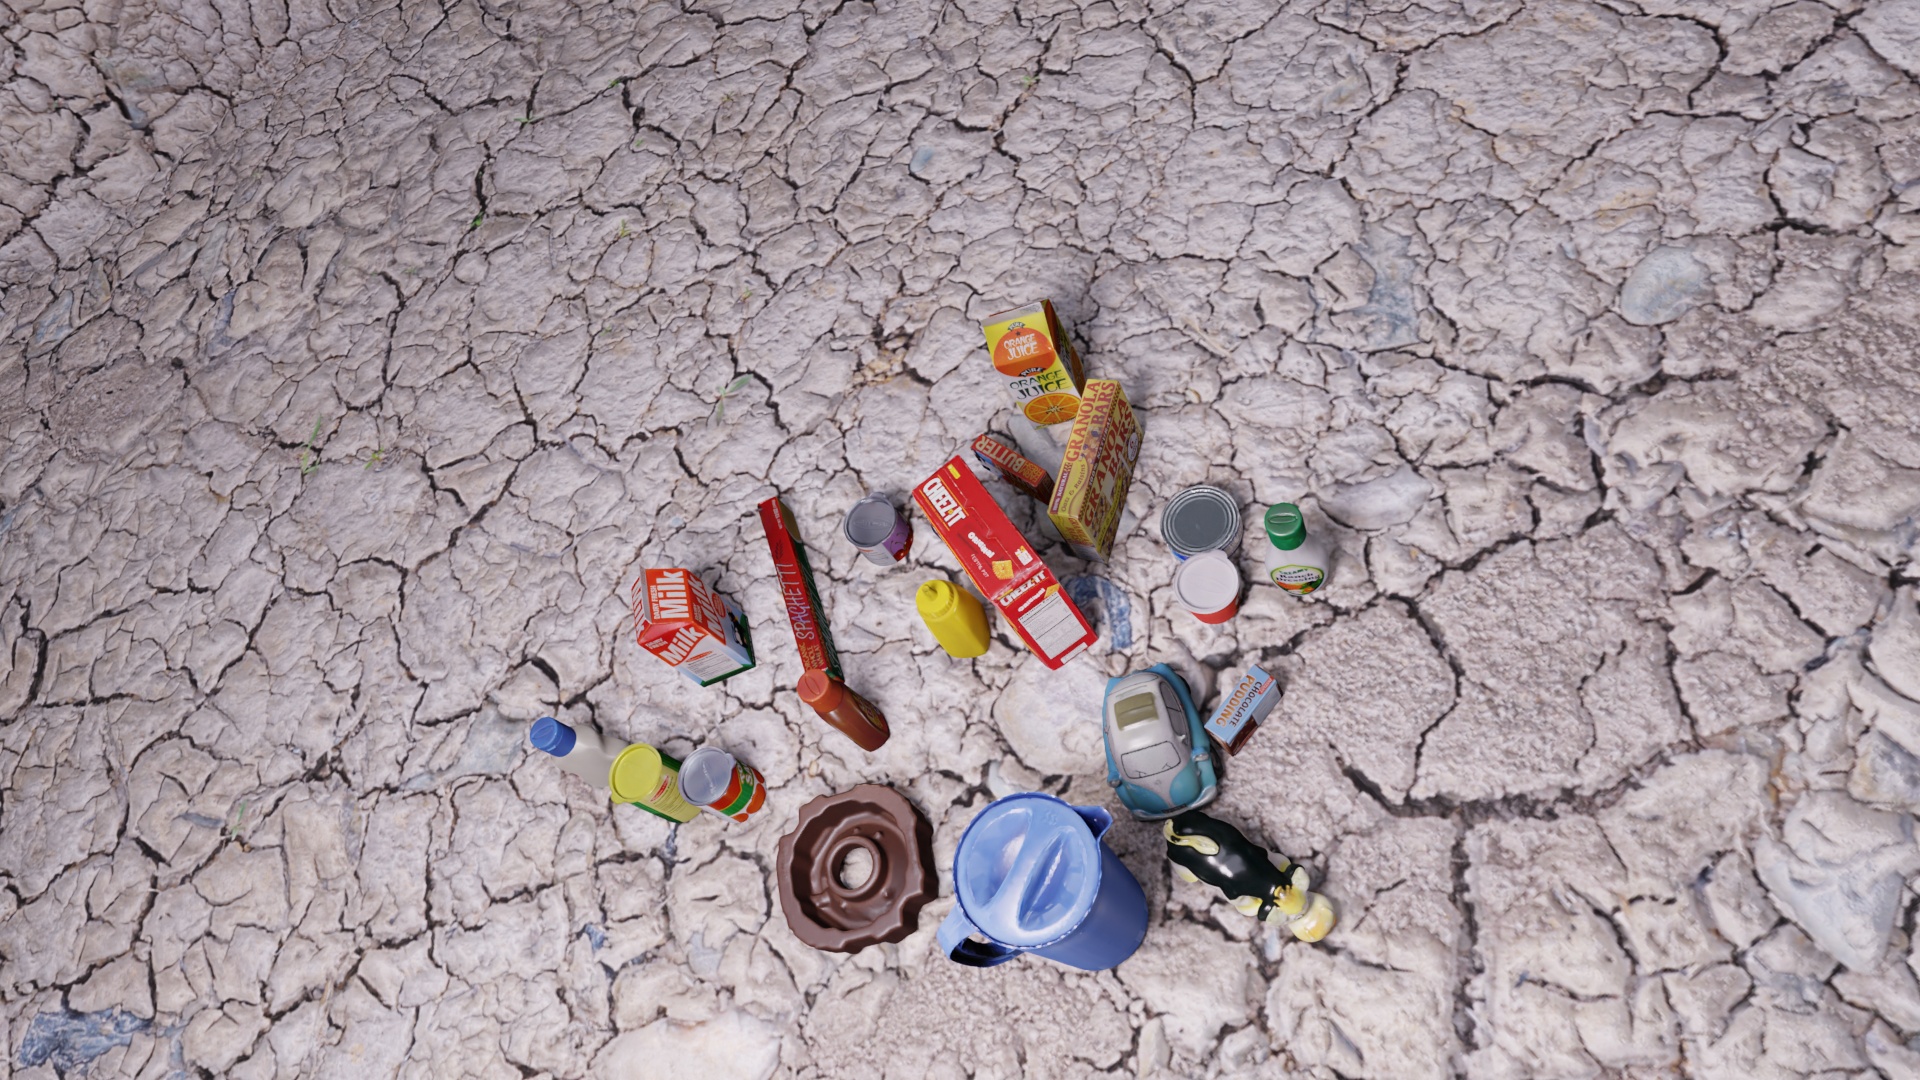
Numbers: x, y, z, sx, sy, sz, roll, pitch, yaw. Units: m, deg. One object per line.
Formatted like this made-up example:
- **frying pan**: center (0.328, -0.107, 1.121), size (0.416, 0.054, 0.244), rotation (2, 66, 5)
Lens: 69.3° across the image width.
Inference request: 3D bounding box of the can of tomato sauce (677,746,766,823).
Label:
- **can of tomato sauce**: center (-0.260, 0.269, 1.532), size (0.071, 0.083, 0.071), rotation (-9, 63, 18)

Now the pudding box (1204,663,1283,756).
- **pudding box**: center (0.283, 0.170, 1.385), size (0.030, 0.049, 0.084), rotation (35, 82, 31)

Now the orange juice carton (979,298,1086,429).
- **orange juice carton**: center (0.085, -0.206, 1.565), size (0.072, 0.192, 0.073), rotation (-13, 62, 16)

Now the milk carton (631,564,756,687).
- **milk carton**: center (-0.312, 0.094, 1.576), size (0.073, 0.190, 0.072), rotation (-22, 60, 11)

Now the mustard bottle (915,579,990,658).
- **mustard bottle**: center (-0.013, 0.076, 1.484), size (0.049, 0.160, 0.065), rotation (-11, 62, 17)

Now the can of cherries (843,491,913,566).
- **can of cherries**: center (-0.094, -0.013, 1.620), size (0.071, 0.058, 0.072), rotation (-9, 63, 18)

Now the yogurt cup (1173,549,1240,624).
- **yogurt cup**: center (0.261, 0.053, 1.449), size (0.072, 0.053, 0.072), rotation (-9, 63, 18)

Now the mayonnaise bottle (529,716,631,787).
- **mayonnaise bottle**: center (-0.430, 0.238, 1.577), size (0.065, 0.147, 0.041), rotation (-30, 58, 6)

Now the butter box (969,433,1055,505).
- **butter box**: center (0.062, -0.082, 1.595), size (0.104, 0.053, 0.024), rotation (32, 81, 31)

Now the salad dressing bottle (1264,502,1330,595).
- **salad dressing bottle**: center (0.332, 0.009, 1.387), size (0.064, 0.147, 0.044), rotation (-3, 65, 21)

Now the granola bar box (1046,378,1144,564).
- **granola bar box**: center (0.149, -0.075, 1.515), size (0.039, 0.124, 0.166), rotation (9, 69, 25)

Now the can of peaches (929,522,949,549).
- **can of peaches**: center (0.006, -0.020, 1.584), size (0.071, 0.058, 0.071), rotation (-9, 63, 18)

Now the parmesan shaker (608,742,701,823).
- **parmesan shaker**: center (-0.337, 0.274, 1.549), size (0.071, 0.103, 0.071), rotation (-9, 63, 18)

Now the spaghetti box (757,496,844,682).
- **spaghetti box**: center (-0.188, 0.061, 1.626), size (0.028, 0.050, 0.251), rotation (-26, 59, 8)

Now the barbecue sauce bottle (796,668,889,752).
- **barbecue sauce bottle**: center (-0.127, 0.178, 1.486), size (0.043, 0.148, 0.065), rotation (-39, 58, 0)
